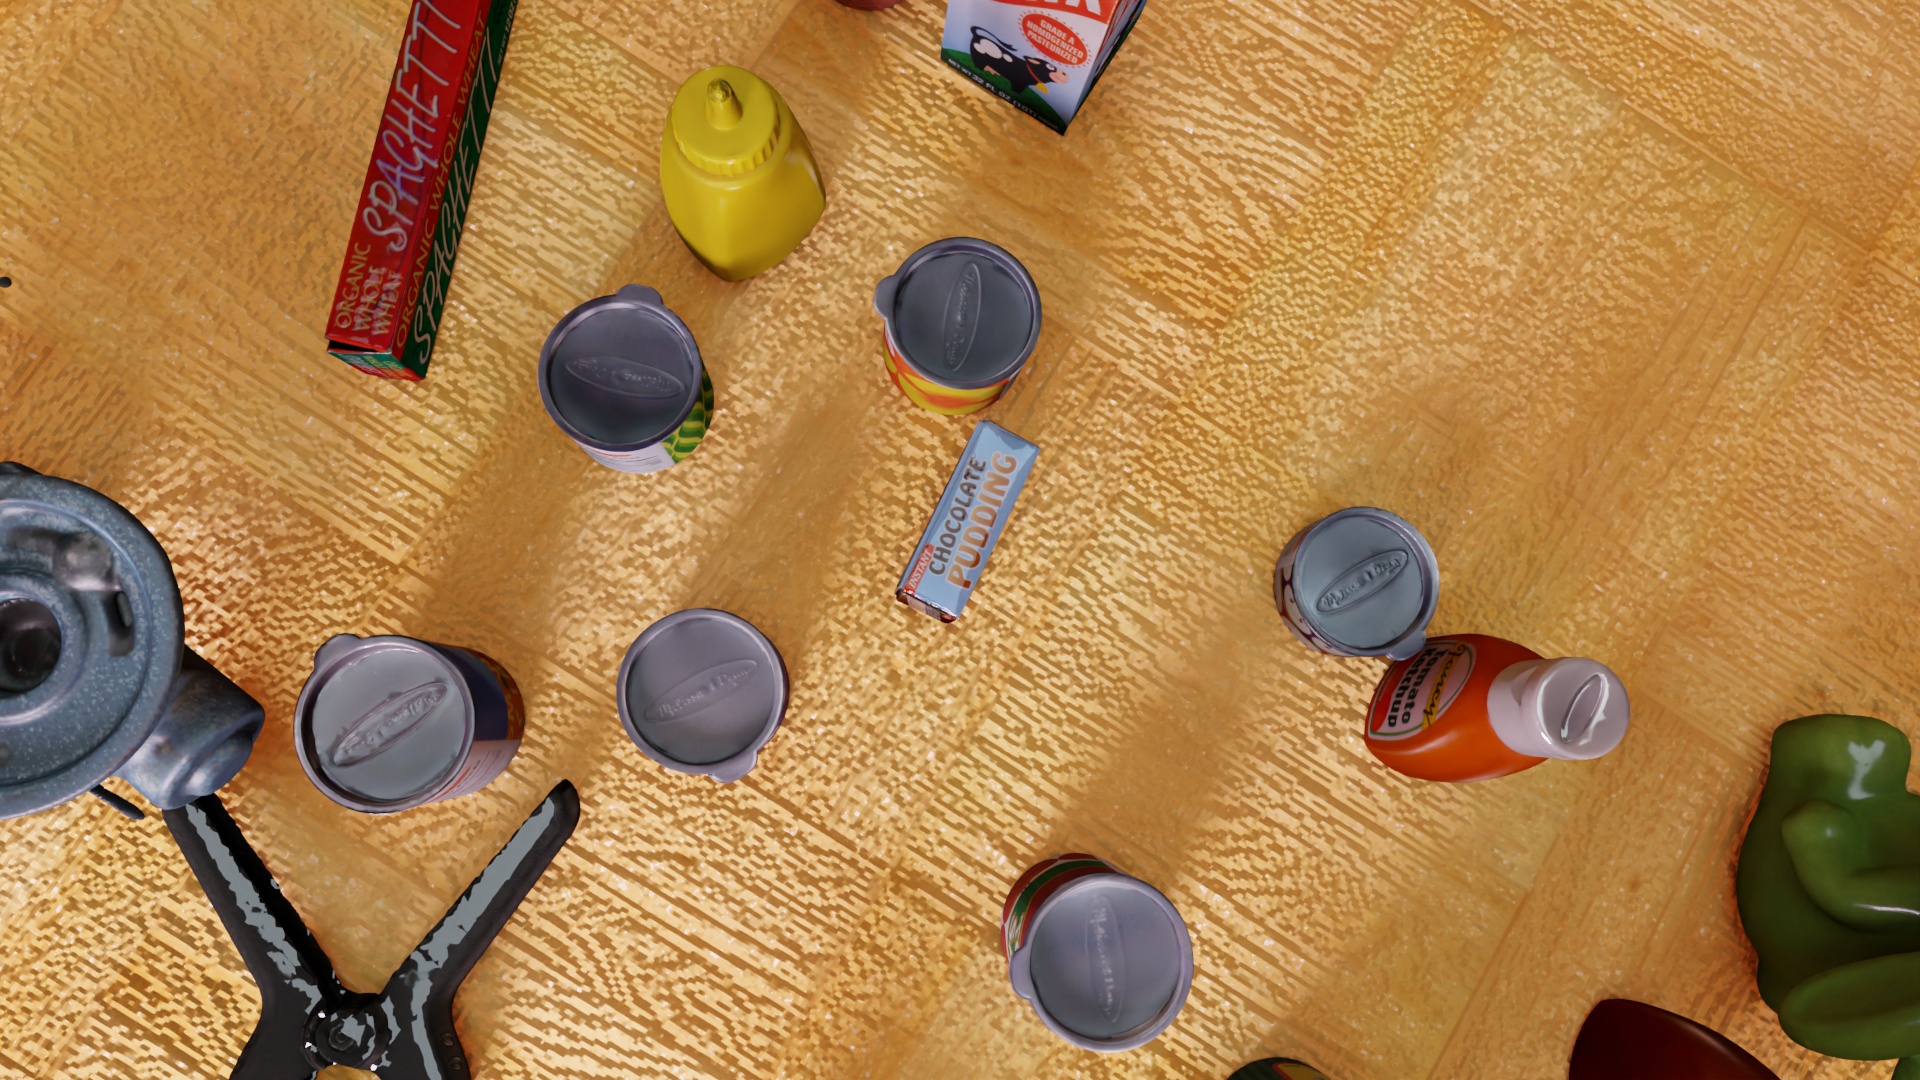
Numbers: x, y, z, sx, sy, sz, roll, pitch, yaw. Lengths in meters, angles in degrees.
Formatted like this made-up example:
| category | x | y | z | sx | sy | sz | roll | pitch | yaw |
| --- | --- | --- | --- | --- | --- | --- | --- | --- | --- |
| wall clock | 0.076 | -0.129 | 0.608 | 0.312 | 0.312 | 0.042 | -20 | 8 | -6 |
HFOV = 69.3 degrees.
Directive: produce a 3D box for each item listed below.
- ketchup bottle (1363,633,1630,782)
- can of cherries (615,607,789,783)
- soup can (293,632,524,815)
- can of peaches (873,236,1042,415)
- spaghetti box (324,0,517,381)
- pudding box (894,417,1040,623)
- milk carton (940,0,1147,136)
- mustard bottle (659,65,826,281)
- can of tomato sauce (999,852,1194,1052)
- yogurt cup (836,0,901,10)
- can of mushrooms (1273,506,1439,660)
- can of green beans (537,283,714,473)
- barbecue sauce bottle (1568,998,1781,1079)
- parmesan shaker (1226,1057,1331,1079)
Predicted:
| category | x | y | z | sx | sy | sz | roll | pitch | yaw |
| --- | --- | --- | --- | --- | --- | --- | --- | --- | --- |
| ketchup bottle | 0.214 | 0.068 | 0.560 | 0.043 | 0.148 | 0.065 | 31 | 82 | 0 |
| can of cherries | -0.105 | 0.065 | 0.579 | 0.071 | 0.058 | 0.071 | 1 | 83 | -5 |
| soup can | -0.218 | 0.070 | 0.557 | 0.071 | 0.083 | 0.071 | 1 | 83 | -5 |
| can of peaches | -0.003 | -0.093 | 0.609 | 0.071 | 0.058 | 0.071 | 1 | 83 | -5 |
| spaghetti box | -0.227 | -0.193 | 0.607 | 0.029 | 0.050 | 0.250 | 11 | 82 | -3 |
| pudding box | 0.002 | -0.008 | 0.602 | 0.030 | 0.049 | 0.084 | 26 | 81 | -1 |
| milk carton | 0.046 | -0.248 | 0.566 | 0.072 | 0.190 | 0.073 | 32 | 82 | 0 |
| mustard bottle | -0.089 | -0.152 | 0.558 | 0.065 | 0.160 | 0.049 | -39 | 88 | -8 |
| can of tomato sauce | 0.051 | 0.165 | 0.567 | 0.071 | 0.083 | 0.071 | 1 | 83 | -5 |
| yogurt cup | -0.042 | -0.279 | 0.632 | 0.072 | 0.054 | 0.072 | 1 | 83 | -5 |
| can of mushrooms | 0.177 | 0.022 | 0.621 | 0.071 | 0.033 | 0.071 | 1 | 83 | -5 |
| can of green beans | -0.141 | -0.065 | 0.594 | 0.071 | 0.057 | 0.071 | 1 | 83 | -5 |
| barbecue sauce bottle | 0.297 | 0.227 | 0.546 | 0.044 | 0.148 | 0.065 | 16 | 82 | -2 |
| parmesan shaker | 0.139 | 0.249 | 0.553 | 0.071 | 0.103 | 0.071 | 1 | 83 | -5 |
